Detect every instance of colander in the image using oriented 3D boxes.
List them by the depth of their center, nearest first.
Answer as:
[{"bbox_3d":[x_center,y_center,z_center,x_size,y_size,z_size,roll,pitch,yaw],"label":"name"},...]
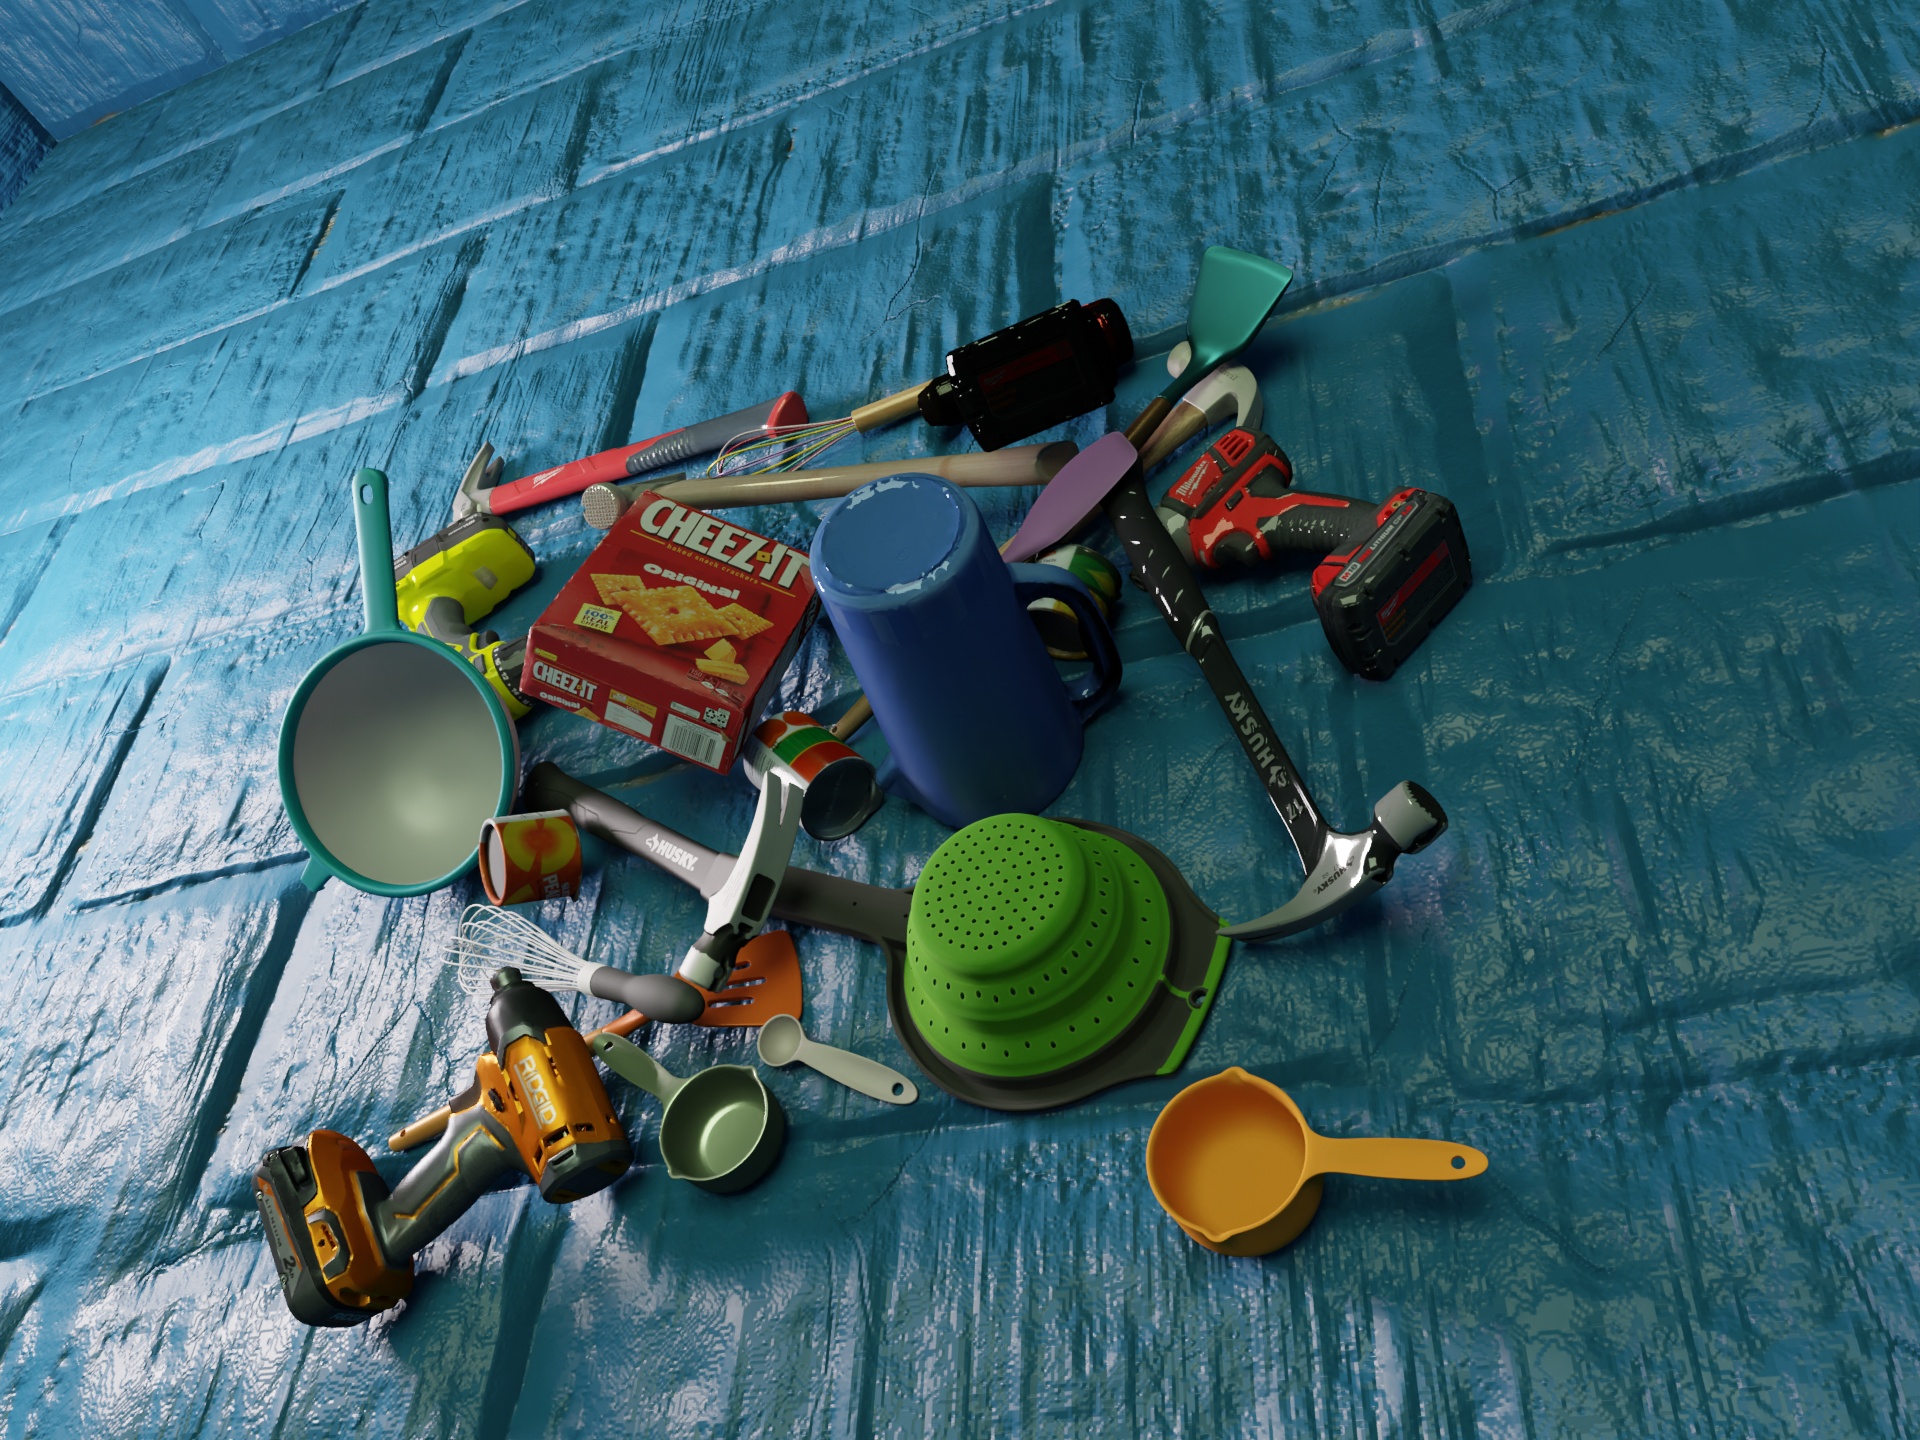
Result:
[{"bbox_3d":[-0.032,0.114,1.013,0.397,0.094,0.205,9,57,33],"label":"colander"}]

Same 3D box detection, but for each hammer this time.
[{"bbox_3d":[0.159,-0.039,1.024,0.149,0.036,0.409,-47,43,26],"label":"hammer"},{"bbox_3d":[-0.234,0.078,1.166,0.335,0.035,0.146,18,79,49],"label":"hammer"},{"bbox_3d":[0.097,-0.166,1.228,0.331,0.031,0.130,-40,44,-5],"label":"hammer"},{"bbox_3d":[-0.099,-0.196,1.302,0.411,0.038,0.146,-1,13,22],"label":"hammer"},{"bbox_3d":[-0.323,-0.261,1.541,0.386,0.038,0.143,-13,47,20],"label":"hammer"}]

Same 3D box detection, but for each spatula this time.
[{"bbox_3d":[-0.257,0.233,1.098,0.322,0.041,0.081,-28,43,12],"label":"spatula"},{"bbox_3d":[0.009,-0.091,1.160,0.316,0.018,0.060,-45,39,13],"label":"spatula"},{"bbox_3d":[0.135,-0.230,1.206,0.082,0.044,0.317,30,73,32],"label":"spatula"}]

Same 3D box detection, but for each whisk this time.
[{"bbox_3d":[-0.271,0.174,1.102,0.285,0.070,0.070,3,55,42],"label":"whisk"},{"bbox_3d":[-0.114,-0.258,1.417,0.245,0.047,0.051,-19,45,10],"label":"whisk"}]

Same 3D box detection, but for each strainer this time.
[{"bbox_3d":[-0.442,-0.030,1.289,0.211,0.095,0.340,-6,89,15],"label":"strainer"}]

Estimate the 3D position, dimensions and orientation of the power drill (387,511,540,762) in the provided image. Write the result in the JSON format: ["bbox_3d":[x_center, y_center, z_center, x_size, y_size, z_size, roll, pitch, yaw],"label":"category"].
[{"bbox_3d":[-0.426,-0.081,1.420,0.190,0.080,0.229,-30,48,5],"label":"power drill"}]

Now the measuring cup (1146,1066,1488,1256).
[{"bbox_3d":[0.186,0.235,0.825,0.173,0.052,0.095,-5,51,24],"label":"measuring cup"}]

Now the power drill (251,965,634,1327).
[{"bbox_3d":[-0.342,0.275,1.045,0.226,0.084,0.164,-32,63,0],"label":"power drill"}]

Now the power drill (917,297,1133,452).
[{"bbox_3d":[0.043,-0.273,1.263,0.188,0.080,0.227,-20,13,13],"label":"power drill"}]

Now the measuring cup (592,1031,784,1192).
[{"bbox_3d":[-0.179,0.246,1.028,0.168,0.038,0.083,22,67,39],"label":"measuring cup"}]

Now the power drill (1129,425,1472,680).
[{"bbox_3d":[0.222,-0.118,1.088,0.143,0.078,0.220,-45,43,-12],"label":"power drill"}]

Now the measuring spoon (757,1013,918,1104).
[{"bbox_3d":[-0.076,0.220,1.014,0.124,0.018,0.034,15,74,30],"label":"measuring spoon"}]
